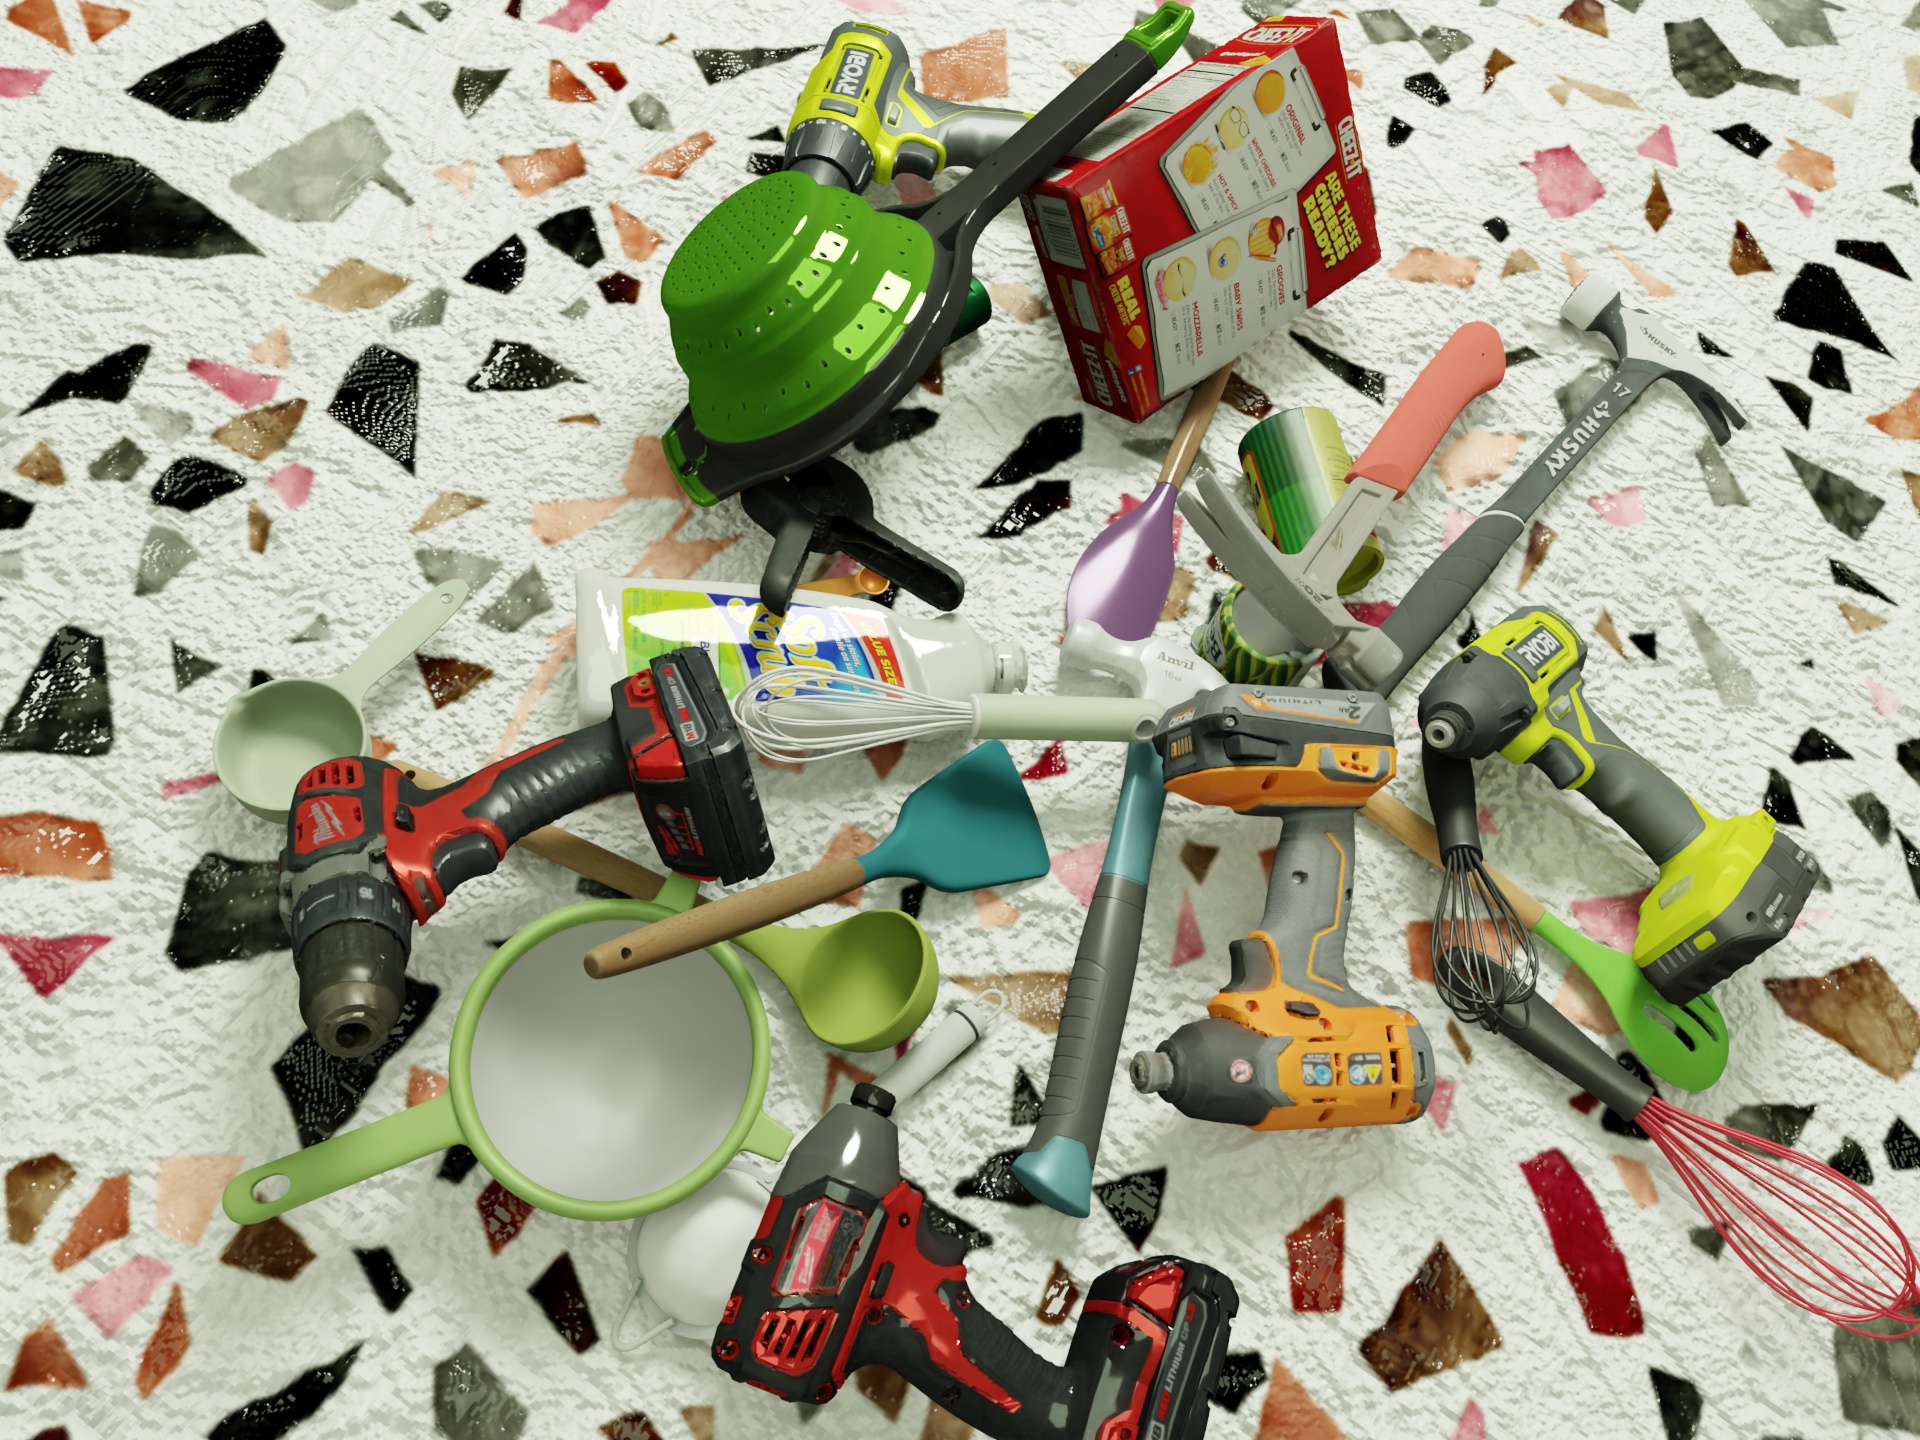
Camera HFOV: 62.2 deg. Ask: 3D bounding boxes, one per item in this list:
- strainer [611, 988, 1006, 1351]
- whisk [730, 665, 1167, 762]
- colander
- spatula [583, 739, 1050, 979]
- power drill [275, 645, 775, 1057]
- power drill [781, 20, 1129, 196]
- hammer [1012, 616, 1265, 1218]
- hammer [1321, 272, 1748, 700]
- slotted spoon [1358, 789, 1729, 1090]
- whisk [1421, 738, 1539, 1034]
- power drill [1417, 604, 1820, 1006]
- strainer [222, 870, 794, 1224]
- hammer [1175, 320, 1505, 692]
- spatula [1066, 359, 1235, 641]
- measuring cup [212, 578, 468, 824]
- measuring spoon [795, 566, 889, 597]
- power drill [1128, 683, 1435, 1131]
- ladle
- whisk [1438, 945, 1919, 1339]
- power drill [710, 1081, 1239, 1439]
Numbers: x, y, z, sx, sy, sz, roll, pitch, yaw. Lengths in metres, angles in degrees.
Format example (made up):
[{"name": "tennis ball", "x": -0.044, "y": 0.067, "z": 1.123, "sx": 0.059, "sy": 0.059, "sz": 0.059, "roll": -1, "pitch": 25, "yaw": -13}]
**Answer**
[{"name": "strainer", "x": -0.072, "y": 0.214, "z": 0.796, "sx": 0.258, "sy": 0.050, "sz": 0.087, "roll": -37, "pitch": 61, "yaw": -26}, {"name": "whisk", "x": -0.001, "y": -0.003, "z": 0.857, "sx": 0.246, "sy": 0.057, "sz": 0.059, "roll": 1, "pitch": 30, "yaw": -18}, {"name": "colander", "x": -0.040, "y": -0.295, "z": 0.900, "sx": 0.397, "sy": 0.094, "sz": 0.205, "roll": -41, "pitch": 40, "yaw": 5}, {"name": "spatula", "x": -0.060, "y": 0.076, "z": 0.781, "sx": 0.317, "sy": 0.044, "sz": 0.082, "roll": -15, "pitch": 82, "yaw": -57}, {"name": "power drill", "x": -0.208, "y": 0.060, "z": 0.754, "sx": 0.226, "sy": 0.080, "sz": 0.188, "roll": -18, "pitch": 35, "yaw": -10}, {"name": "power drill", "x": -0.004, "y": -0.365, "z": 1.051, "sx": 0.228, "sy": 0.080, "sz": 0.191, "roll": 14, "pitch": 56, "yaw": -1}, {"name": "hammer", "x": 0.085, "y": 0.102, "z": 0.874, "sx": 0.128, "sy": 0.033, "sz": 0.331, "roll": 18, "pitch": 64, "yaw": -4}, {"name": "hammer", "x": 0.365, "y": -0.136, "z": 1.034, "sx": 0.149, "sy": 0.036, "sz": 0.409, "roll": 41, "pitch": 66, "yaw": 10}, {"name": "slotted spoon", "x": 0.311, "y": 0.100, "z": 0.918, "sx": 0.314, "sy": 0.031, "sz": 0.070, "roll": 37, "pitch": 57, "yaw": 10}, {"name": "whisk", "x": 0.280, "y": 0.076, "z": 0.878, "sx": 0.055, "sy": 0.055, "sz": 0.239, "roll": 14, "pitch": 40, "yaw": -3}, {"name": "power drill", "x": 0.362, "y": 0.043, "z": 0.901, "sx": 0.223, "sy": 0.080, "sz": 0.171, "roll": 48, "pitch": 40, "yaw": 13}, {"name": "strainer", "x": -0.217, "y": 0.185, "z": 0.769, "sx": 0.256, "sy": 0.069, "sz": 0.151, "roll": -20, "pitch": 75, "yaw": -13}, {"name": "hammer", "x": 0.257, "y": -0.166, "z": 0.967, "sx": 0.149, "sy": 0.036, "sz": 0.359, "roll": 45, "pitch": 48, "yaw": -4}, {"name": "spatula", "x": 0.139, "y": -0.169, "z": 1.021, "sx": 0.060, "sy": 0.018, "sz": 0.316, "roll": 26, "pitch": 64, "yaw": -2}, {"name": "measuring cup", "x": -0.325, "y": -0.013, "z": 0.861, "sx": 0.083, "sy": 0.038, "sz": 0.168, "roll": 35, "pitch": 63, "yaw": 8}, {"name": "measuring spoon", "x": -0.098, "y": -0.069, "z": 0.941, "sx": 0.117, "sy": 0.011, "sz": 0.021, "roll": -17, "pitch": 78, "yaw": -13}, {"name": "power drill", "x": 0.160, "y": 0.099, "z": 0.835, "sx": 0.164, "sy": 0.084, "sz": 0.226, "roll": 2, "pitch": 77, "yaw": -22}, {"name": "ladle", "x": -0.160, "y": 0.085, "z": 0.832, "sx": 0.320, "sy": 0.062, "sz": 0.078, "roll": 24, "pitch": 66, "yaw": 5}, {"name": "whisk", "x": 0.384, "y": 0.220, "z": 0.859, "sx": 0.296, "sy": 0.073, "sz": 0.073, "roll": 38, "pitch": 65, "yaw": 17}, {"name": "power drill", "x": 0.009, "y": 0.269, "z": 0.742, "sx": 0.219, "sy": 0.078, "sz": 0.143, "roll": 24, "pitch": 66, "yaw": -6}]
